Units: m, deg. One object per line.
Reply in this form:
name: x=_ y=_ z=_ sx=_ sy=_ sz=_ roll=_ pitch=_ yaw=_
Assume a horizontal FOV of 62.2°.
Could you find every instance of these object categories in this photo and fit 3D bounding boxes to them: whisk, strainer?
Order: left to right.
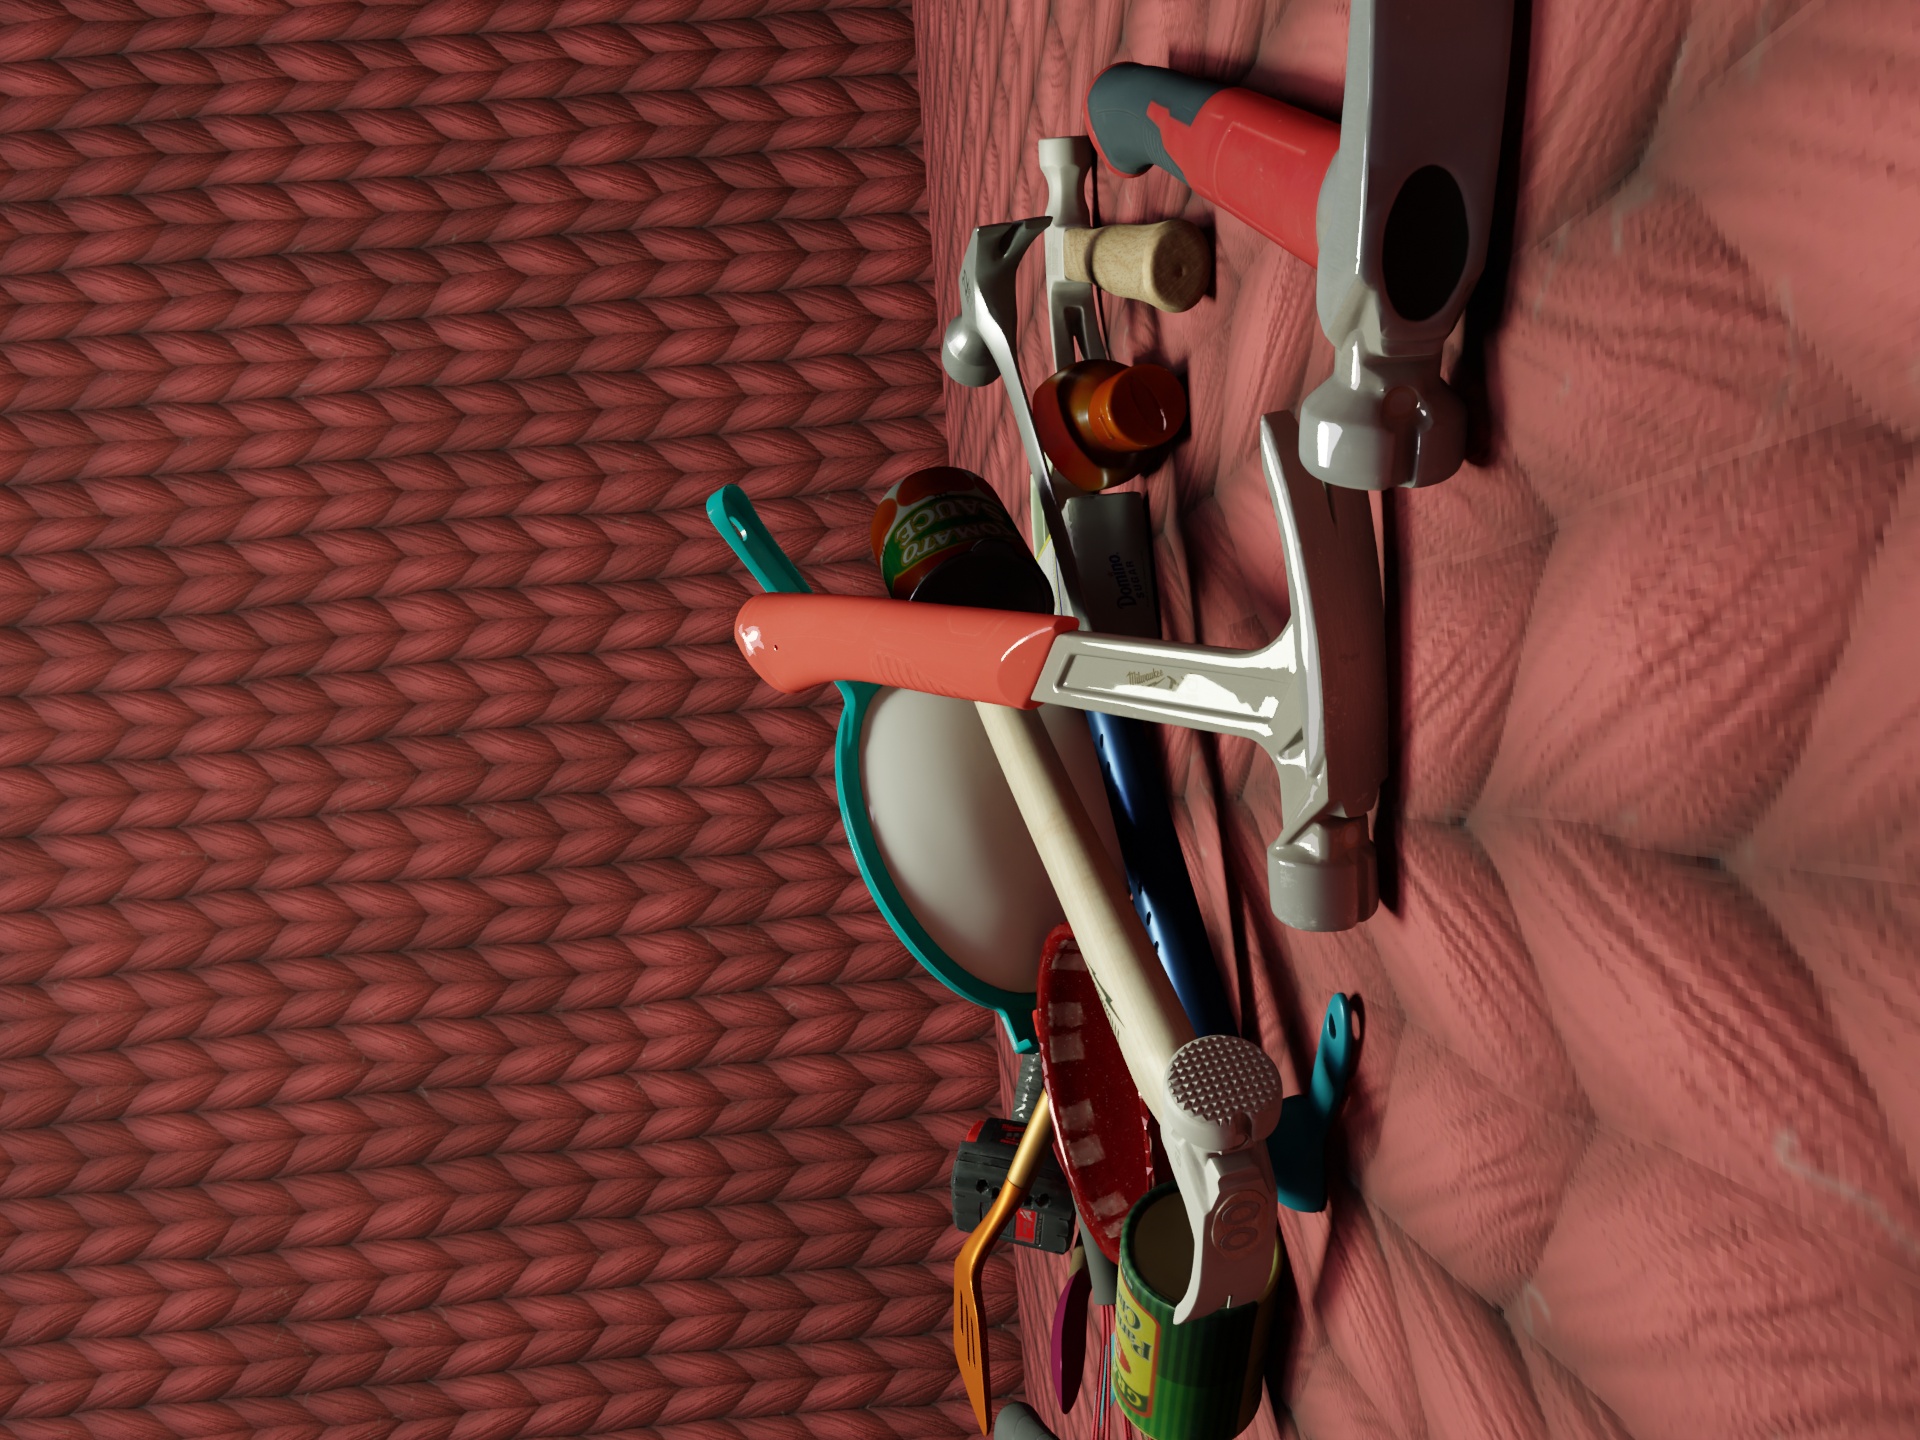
strainer: x=-0.001 y=-0.003 z=0.857 sx=0.340 sy=0.095 sz=0.211 roll=53 pitch=-148 yaw=-16
whisk: x=0.085 y=0.320 z=0.826 sx=0.073 sy=0.073 sz=0.296 roll=101 pitch=158 yaw=-81

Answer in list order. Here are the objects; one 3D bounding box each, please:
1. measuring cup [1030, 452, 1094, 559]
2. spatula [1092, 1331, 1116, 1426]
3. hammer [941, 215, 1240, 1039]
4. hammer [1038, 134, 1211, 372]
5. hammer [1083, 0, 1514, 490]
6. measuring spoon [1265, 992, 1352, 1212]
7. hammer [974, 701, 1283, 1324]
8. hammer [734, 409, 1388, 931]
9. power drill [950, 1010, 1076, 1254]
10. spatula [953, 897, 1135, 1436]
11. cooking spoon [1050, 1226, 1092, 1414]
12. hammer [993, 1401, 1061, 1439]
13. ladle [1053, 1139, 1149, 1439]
measuring cup: x=0.069 y=-0.144 z=0.983 sx=0.167 sy=0.038 sz=0.083 roll=95 pitch=171 yaw=-64
spatula: x=0.099 y=0.279 z=0.980 sx=0.082 sy=0.044 sz=0.317 roll=-50 pitch=-42 yaw=-76
hammer: x=0.059 y=-0.036 z=0.712 sx=0.144 sy=0.035 sz=0.406 roll=108 pitch=149 yaw=-71
hammer: x=0.073 y=-0.223 z=0.777 sx=0.331 sy=0.031 sz=0.130 roll=-103 pitch=9 yaw=-72
hammer: x=0.084 y=-0.198 z=0.504 sx=0.387 sy=0.038 sz=0.143 roll=-100 pitch=7 yaw=-64
measuring spoon: x=0.116 y=0.131 z=0.548 sx=0.128 sy=0.021 sz=0.042 roll=86 pitch=177 yaw=-49
hammer: x=0.044 y=0.053 z=0.697 sx=0.411 sy=0.038 sz=0.146 roll=-112 pitch=12 yaw=-48
hammer: x=0.009 y=-0.033 z=0.584 sx=0.359 sy=0.036 sz=0.149 roll=12 pitch=113 yaw=56
power drill: x=0.056 y=0.220 z=1.040 sx=0.143 sy=0.078 sz=0.220 roll=89 pitch=-166 yaw=-56
spatula: x=0.050 y=0.238 z=0.886 sx=0.322 sy=0.041 sz=0.081 roll=-67 pitch=18 yaw=8
cooking spoon: x=0.075 y=0.339 z=0.977 sx=0.319 sy=0.017 sz=0.069 roll=4 pitch=-94 yaw=-81
hammer: x=0.082 y=0.364 z=0.681 sx=0.409 sy=0.036 sz=0.149 roll=154 pitch=115 yaw=-73
ladle: x=0.105 y=0.386 z=0.877 sx=0.069 sy=0.031 sz=0.316 roll=51 pitch=-156 yaw=-71
